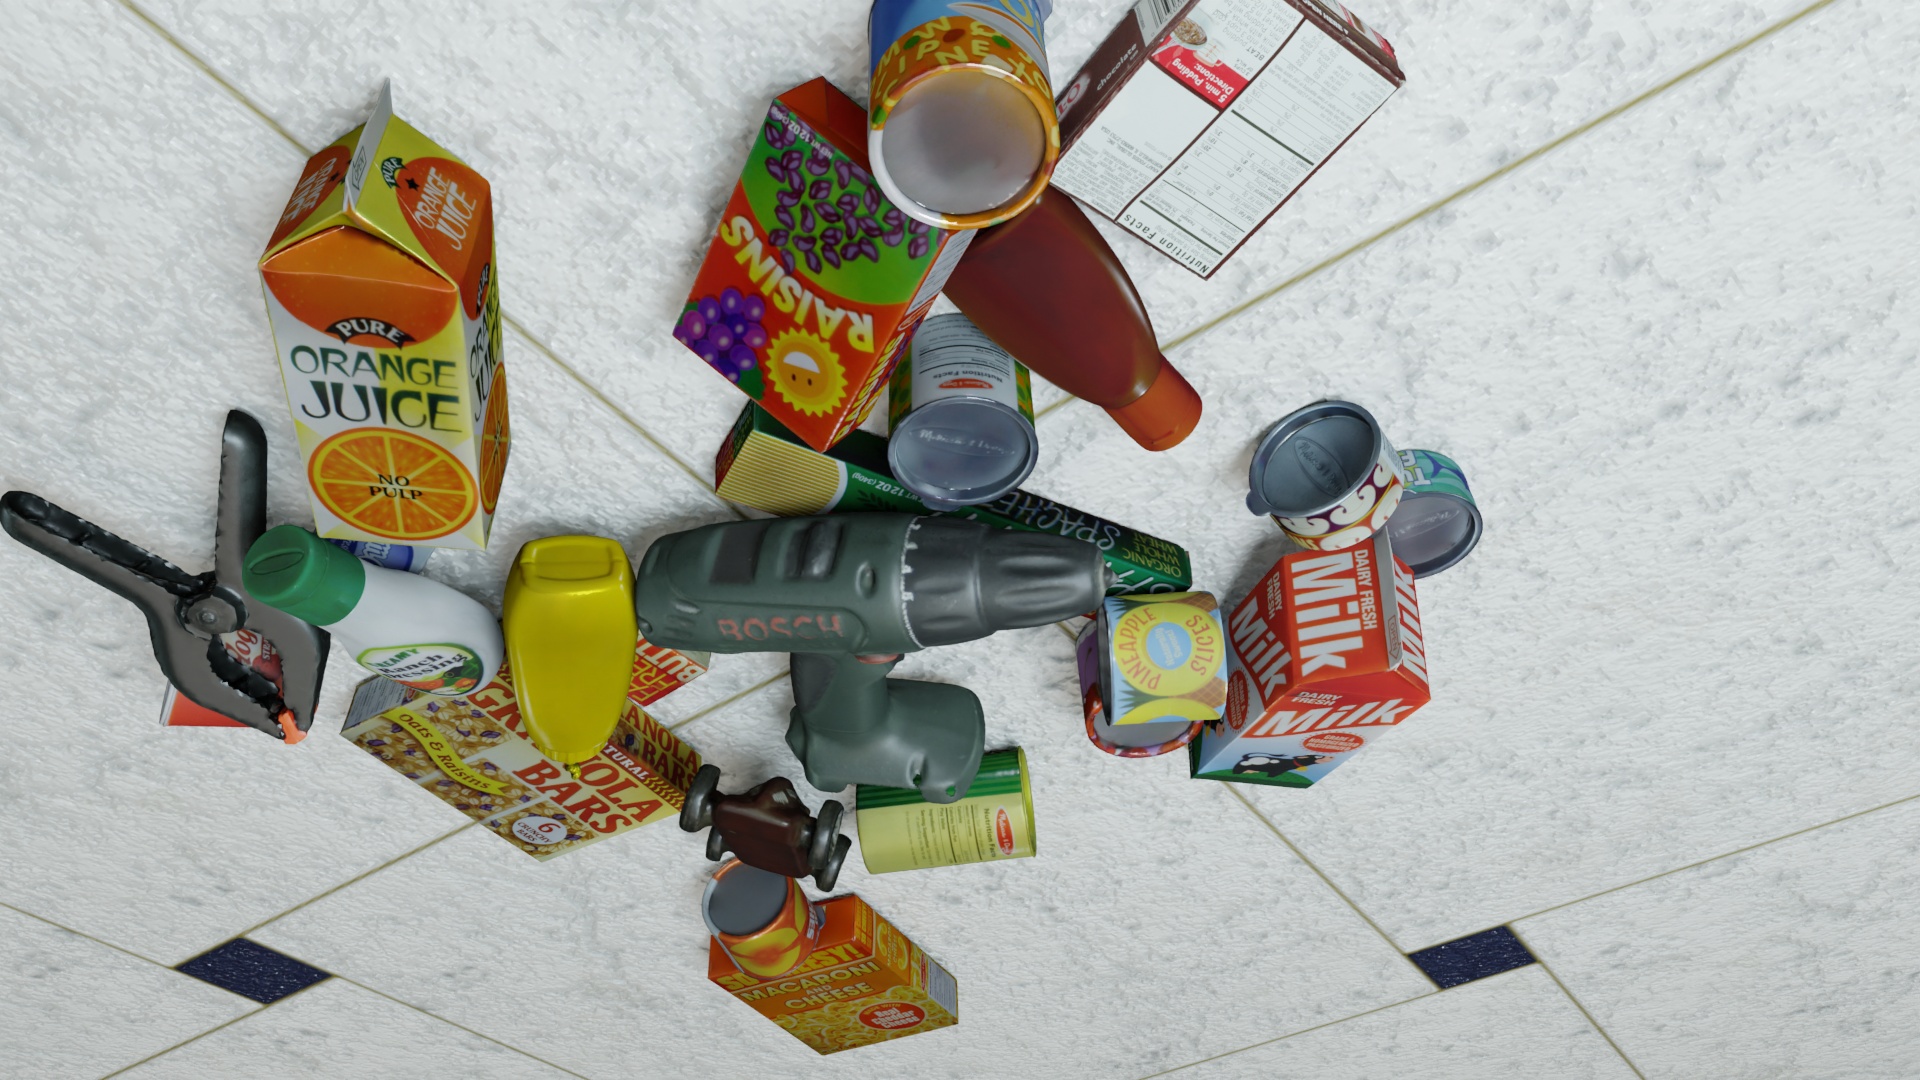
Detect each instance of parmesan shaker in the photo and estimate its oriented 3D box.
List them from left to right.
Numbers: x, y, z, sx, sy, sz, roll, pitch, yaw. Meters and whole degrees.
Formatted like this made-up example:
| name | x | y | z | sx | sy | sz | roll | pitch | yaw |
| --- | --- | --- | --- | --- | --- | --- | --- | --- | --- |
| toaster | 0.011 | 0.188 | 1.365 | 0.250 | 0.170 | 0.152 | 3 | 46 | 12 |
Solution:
| name | x | y | z | sx | sy | sz | roll | pitch | yaw |
| --- | --- | --- | --- | --- | --- | --- | --- | --- | --- |
| parmesan shaker | -0.009 | 0.165 | 0.858 | 0.103 | 0.072 | 0.071 | -7 | 137 | 5 |

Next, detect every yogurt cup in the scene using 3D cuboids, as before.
| name | x | y | z | sx | sy | sz | roll | pitch | yaw |
| --- | --- | --- | --- | --- | --- | --- | --- | --- | --- |
| yogurt cup | -0.385 | 0.068 | 0.733 | 0.054 | 0.073 | 0.072 | 15 | 135 | -29 |

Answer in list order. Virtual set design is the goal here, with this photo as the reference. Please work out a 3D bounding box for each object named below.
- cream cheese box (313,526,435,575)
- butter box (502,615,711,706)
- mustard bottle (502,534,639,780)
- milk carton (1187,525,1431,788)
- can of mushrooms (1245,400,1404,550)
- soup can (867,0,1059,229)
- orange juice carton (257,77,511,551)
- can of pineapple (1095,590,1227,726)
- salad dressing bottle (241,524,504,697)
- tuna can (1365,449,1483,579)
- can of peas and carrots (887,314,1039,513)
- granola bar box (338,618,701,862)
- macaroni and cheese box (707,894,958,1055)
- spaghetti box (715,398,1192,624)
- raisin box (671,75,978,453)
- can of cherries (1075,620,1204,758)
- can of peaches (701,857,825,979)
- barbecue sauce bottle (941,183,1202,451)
| name | x | y | z | sx | sy | sz | roll | pitch | yaw |
| --- | --- | --- | --- | --- | --- | --- | --- | --- | --- |
| cream cheese box | -0.294 | 0.001 | 0.694 | 0.053 | 0.024 | 0.103 | 23 | 131 | -27 |
| butter box | -0.189 | 0.050 | 0.752 | 0.053 | 0.024 | 0.103 | -30 | 131 | 25 |
| mustard bottle | -0.200 | 0.068 | 0.712 | 0.065 | 0.049 | 0.159 | 0 | 132 | -17 |
| milk carton | 0.183 | 0.066 | 0.723 | 0.073 | 0.072 | 0.189 | 6 | 151 | -9 |
| can of mushrooms | 0.171 | -0.029 | 0.658 | 0.071 | 0.071 | 0.033 | -28 | 133 | 24 |
| soup can | 0.002 | -0.162 | 0.494 | 0.071 | 0.084 | 0.071 | -2 | 136 | -2 |
| orange juice carton | -0.231 | -0.086 | 0.570 | 0.073 | 0.072 | 0.191 | 5 | 137 | -9 |
| can of pineapple | 0.101 | 0.059 | 0.703 | 0.058 | 0.071 | 0.070 | -4 | 137 | 0 |
| salad dressing bottle | -0.279 | 0.035 | 0.669 | 0.064 | 0.044 | 0.147 | -13 | 155 | 11 |
| tuna can | 0.225 | -0.014 | 0.702 | 0.071 | 0.033 | 0.070 | -2 | 137 | -1 |
| can of peas and carrots | 0.000 | -0.057 | 0.624 | 0.071 | 0.059 | 0.070 | -1 | 138 | -1 |
| granola bar box | -0.251 | 0.120 | 0.813 | 0.124 | 0.039 | 0.165 | -22 | 133 | 19 |
| macaroni and cheese box | -0.093 | 0.330 | 1.047 | 0.123 | 0.040 | 0.166 | -20 | 135 | 17 |
| spaghetti box | 0.002 | -0.009 | 0.698 | 0.250 | 0.029 | 0.050 | 19 | 133 | -22 |
| raisin box | -0.056 | -0.107 | 0.557 | 0.086 | 0.040 | 0.122 | 38 | 130 | 3 |
| can of cherries | 0.098 | 0.081 | 0.778 | 0.071 | 0.059 | 0.071 | -2 | 137 | -2 |
| can of peaches | -0.134 | 0.254 | 0.945 | 0.071 | 0.071 | 0.057 | -11 | 136 | 8 |
| barbecue sauce bottle | 0.052 | -0.093 | 0.601 | 0.064 | 0.044 | 0.148 | -27 | 132 | 28 |
